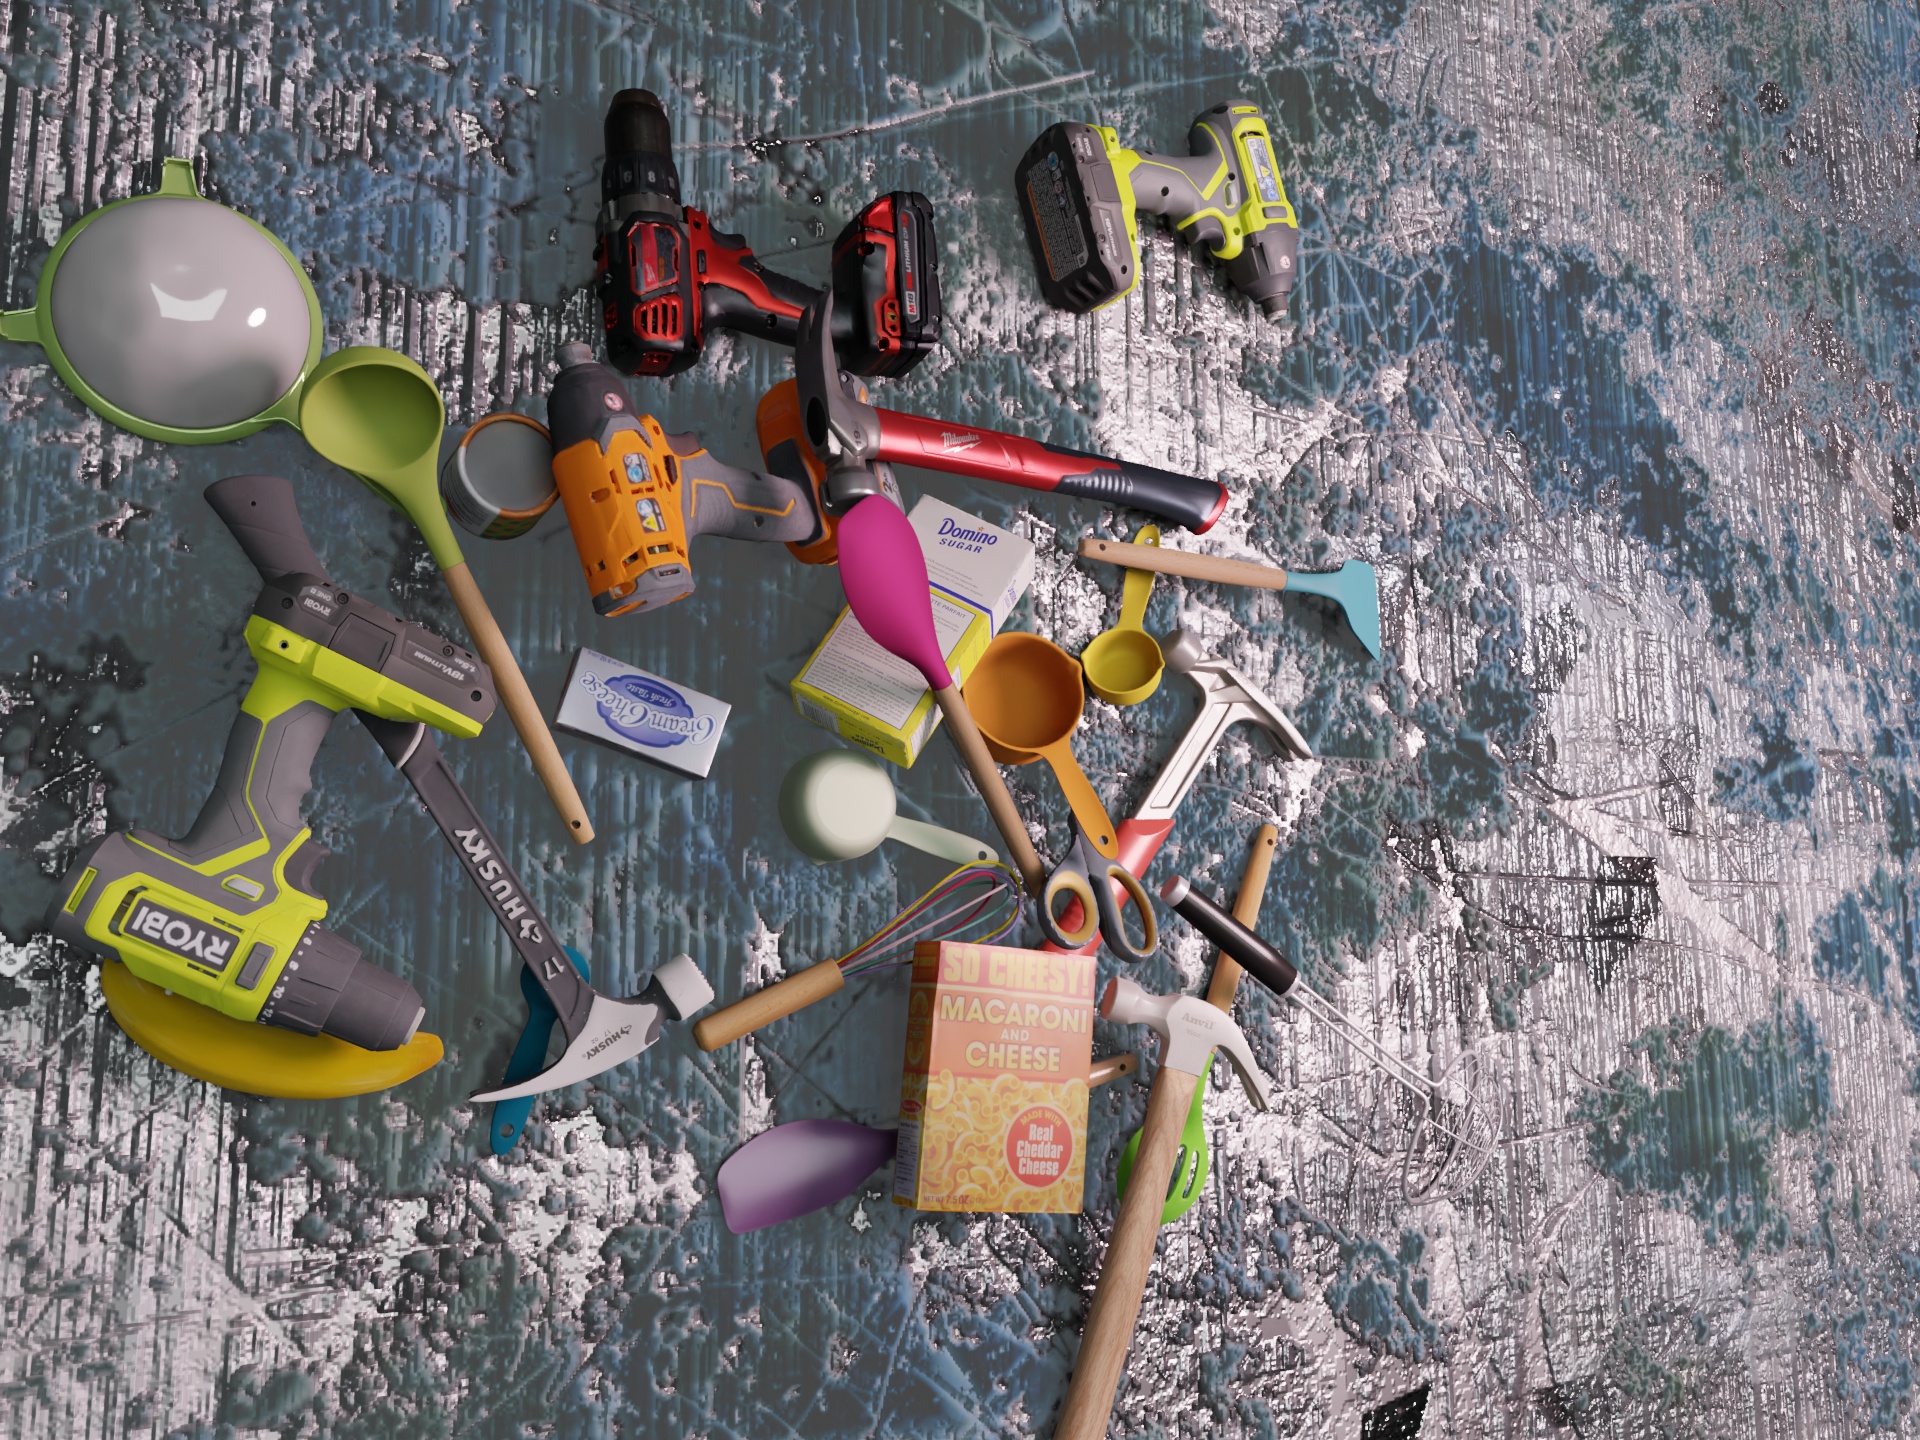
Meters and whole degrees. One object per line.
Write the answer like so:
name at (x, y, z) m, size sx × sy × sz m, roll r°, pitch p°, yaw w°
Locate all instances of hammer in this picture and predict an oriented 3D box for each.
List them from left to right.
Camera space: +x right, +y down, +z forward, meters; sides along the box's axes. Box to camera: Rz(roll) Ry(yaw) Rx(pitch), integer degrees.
hammer at (-0.315, 0.035, 0.929) m, size 0.149 × 0.036 × 0.409 m, roll -33°, pitch 94°, yaw -17°
hammer at (0.051, -0.193, 1.113) m, size 0.386 × 0.038 × 0.143 m, roll 3°, pitch 72°, yaw -42°
hammer at (0.125, 0.108, 1.157) m, size 0.149 × 0.037 × 0.359 m, roll 42°, pitch 65°, yaw -16°
hammer at (0.122, 0.354, 1.096) m, size 0.130 × 0.031 × 0.331 m, roll 18°, pitch 82°, yaw -8°

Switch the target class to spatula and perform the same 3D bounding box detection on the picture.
spatula at (-0.013, 0.271, 1.070) m, size 0.316 × 0.018 × 0.060 m, roll -11°, pitch 88°, yaw -27°
spatula at (0.220, -0.107, 1.226) m, size 0.317 × 0.044 × 0.082 m, roll 6°, pitch 76°, yaw -29°

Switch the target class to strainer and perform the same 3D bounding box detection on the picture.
strainer at (-0.400, -0.204, 0.915) m, size 0.256 × 0.069 × 0.151 m, roll 40°, pitch 66°, yaw -15°

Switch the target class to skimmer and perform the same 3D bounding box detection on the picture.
skimmer at (0.275, 0.234, 1.198) m, size 0.363 × 0.090 × 0.127 m, roll 39°, pitch 71°, yaw -12°

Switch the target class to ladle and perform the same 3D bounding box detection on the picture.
ladle at (-0.288, -0.065, 0.933) m, size 0.078 × 0.062 × 0.320 m, roll -22°, pitch 106°, yaw -2°

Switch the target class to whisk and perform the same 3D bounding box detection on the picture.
whisk at (-0.065, 0.154, 1.050) m, size 0.245 × 0.051 × 0.047 m, roll -23°, pitch 127°, yaw -23°

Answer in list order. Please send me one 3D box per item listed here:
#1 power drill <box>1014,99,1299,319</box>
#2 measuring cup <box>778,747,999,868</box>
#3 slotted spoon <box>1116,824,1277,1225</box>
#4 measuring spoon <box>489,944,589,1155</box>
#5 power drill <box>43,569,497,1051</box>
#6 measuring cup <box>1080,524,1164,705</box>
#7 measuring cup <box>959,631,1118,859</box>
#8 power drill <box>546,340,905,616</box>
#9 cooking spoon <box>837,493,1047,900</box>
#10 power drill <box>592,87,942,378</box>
power drill at (0.165, -0.388, 1.234) m, size 0.223 × 0.080 × 0.171 m, roll -15°, pitch 89°, yaw -31°
measuring cup at (-0.040, 0.070, 1.075) m, size 0.167 × 0.038 × 0.083 m, roll 20°, pitch 73°, yaw -21°
slotted spoon at (0.186, 0.220, 1.177) m, size 0.070 × 0.031 × 0.314 m, roll 27°, pitch 69°, yaw -17°
measuring spoon at (-0.255, 0.197, 0.953) m, size 0.042 × 0.021 × 0.129 m, roll 22°, pitch 71°, yaw -23°
power drill at (-0.346, 0.054, 0.862) m, size 0.190 × 0.080 × 0.228 m, roll 28°, pitch 80°, yaw -15°
measuring cup at (0.131, -0.079, 1.193) m, size 0.062 × 0.029 × 0.157 m, roll 7°, pitch 59°, yaw 14°
measuring cup at (0.057, 0.024, 1.107) m, size 0.095 × 0.052 × 0.174 m, roll -25°, pitch 81°, yaw -21°
power drill at (-0.153, -0.163, 1.000) m, size 0.226 × 0.084 × 0.164 m, roll -18°, pitch 91°, yaw -44°
cooking spoon at (-0.002, -0.003, 1.031) m, size 0.069 × 0.017 × 0.318 m, roll -45°, pitch 124°, yaw -31°
power drill at (-0.134, -0.321, 1.070) m, size 0.226 × 0.080 × 0.188 m, roll -2°, pitch 83°, yaw -25°
